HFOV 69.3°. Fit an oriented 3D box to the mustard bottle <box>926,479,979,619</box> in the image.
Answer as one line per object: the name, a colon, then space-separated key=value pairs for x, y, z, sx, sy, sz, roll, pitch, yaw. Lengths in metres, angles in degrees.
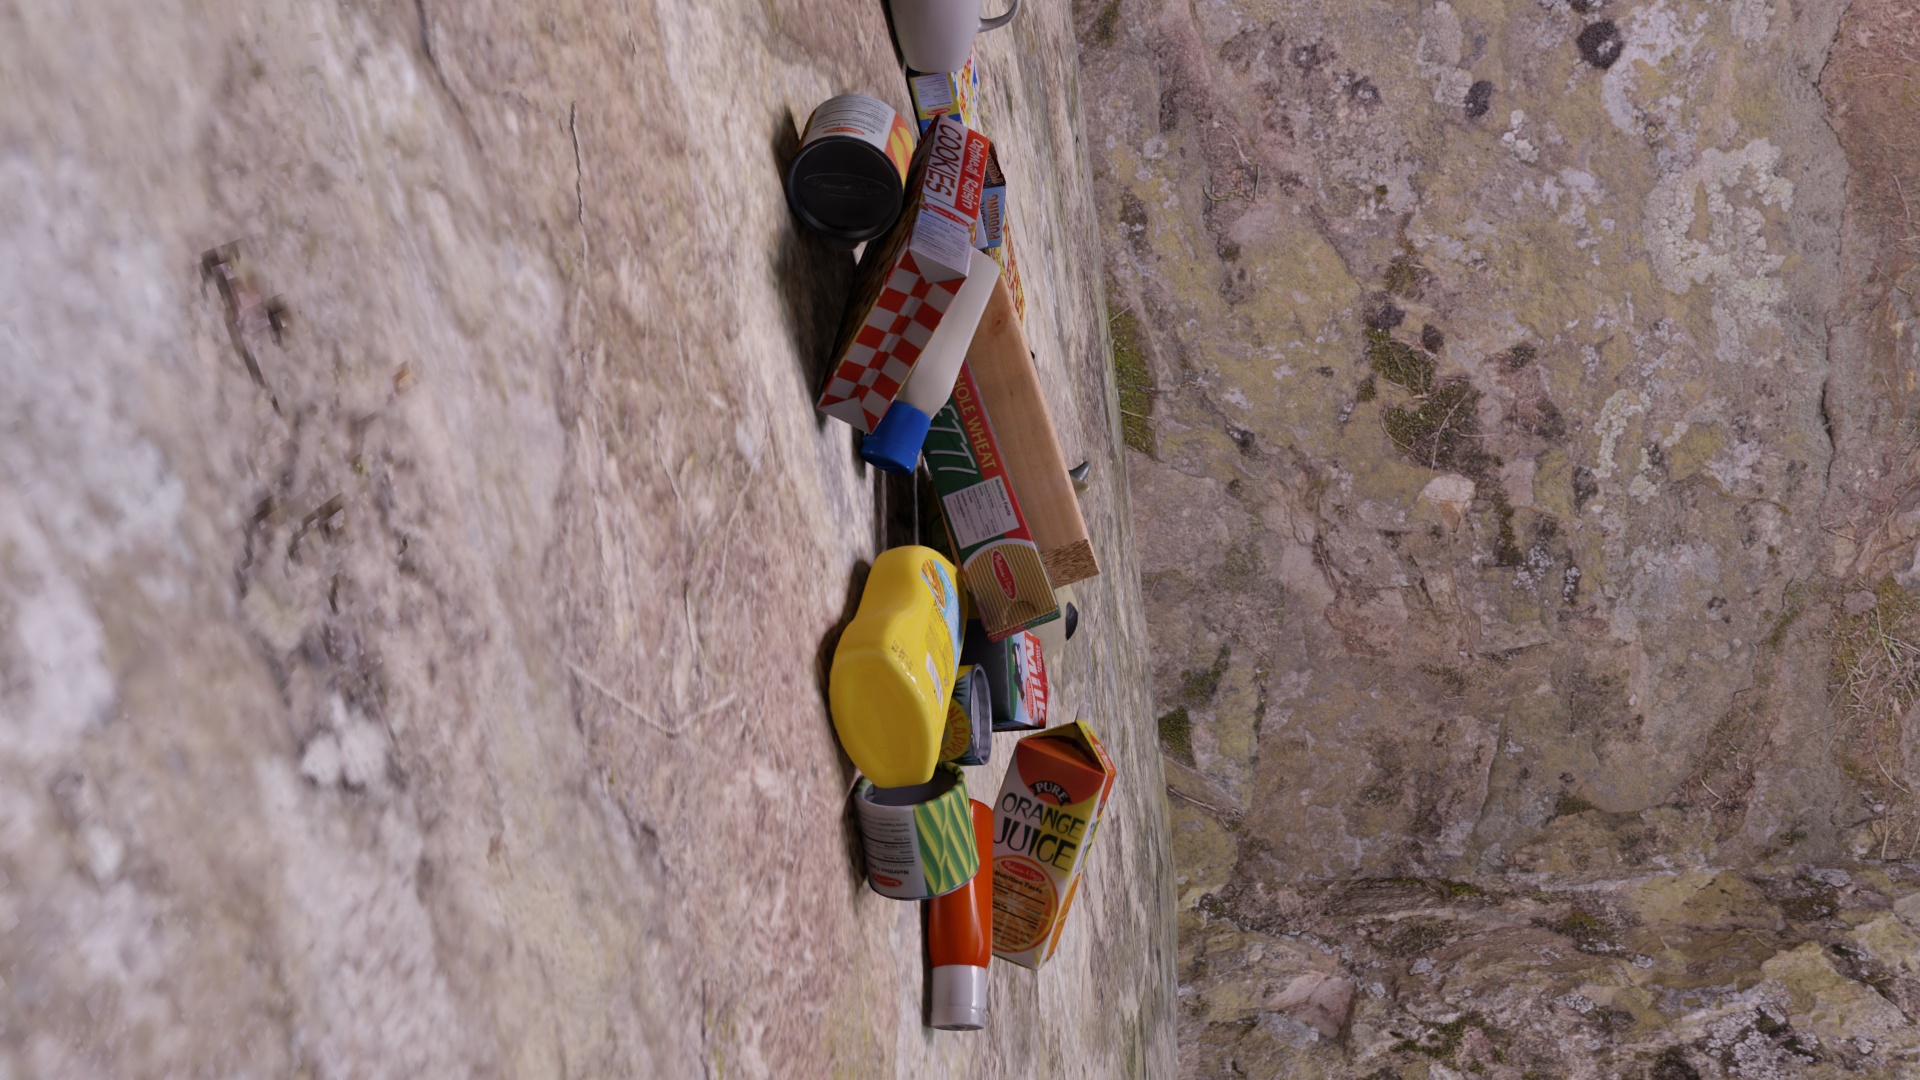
mustard bottle: x=0.004 y=-0.013 z=1.047 sx=0.049 sy=0.065 sz=0.160 roll=12 pitch=67 yaw=-60

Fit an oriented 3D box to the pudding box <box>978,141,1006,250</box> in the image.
pudding box: x=0.017 y=-0.293 z=1.185 sx=0.083 sy=0.030 sz=0.050 roll=95 pitch=-19 yaw=-63

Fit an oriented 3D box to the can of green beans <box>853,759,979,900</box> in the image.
can of green beans: x=-0.025 y=0.166 z=0.805 sx=0.071 sy=0.071 sz=0.057 roll=-60 pitch=143 yaw=-71

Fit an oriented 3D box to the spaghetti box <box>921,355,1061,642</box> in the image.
spaghetti box: x=0.002 y=-0.056 z=0.914 sx=0.028 sy=0.050 sz=0.251 roll=64 pitch=6 yaw=-69

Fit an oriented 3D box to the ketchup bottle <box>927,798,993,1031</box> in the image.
ketchup bottle: x=0.000 y=0.256 z=0.951 sx=0.064 sy=0.043 sz=0.149 roll=64 pitch=24 yaw=-60

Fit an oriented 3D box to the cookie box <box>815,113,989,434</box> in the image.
cookie box: x=-0.033 y=-0.161 z=0.822 sx=0.122 sy=0.040 sz=0.168 roll=-55 pitch=-162 yaw=38

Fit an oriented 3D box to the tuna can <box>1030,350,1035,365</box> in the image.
tuna can: x=0.035 y=-0.148 z=1.260 sx=0.071 sy=0.071 sz=0.032 roll=-75 pitch=158 yaw=-61

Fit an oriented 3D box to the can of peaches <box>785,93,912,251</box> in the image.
can of peaches: x=-0.063 y=-0.211 z=0.793 sx=0.058 sy=0.071 sz=0.071 roll=-83 pitch=164 yaw=-48

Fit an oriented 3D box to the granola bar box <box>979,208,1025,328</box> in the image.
granola bar box: x=0.026 y=-0.255 z=1.325 sx=0.125 sy=0.039 sz=0.164 roll=-83 pitch=163 yaw=-44

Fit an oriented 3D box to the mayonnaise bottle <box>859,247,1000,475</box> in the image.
mayonnaise bottle: x=-0.023 y=-0.116 z=0.892 sx=0.064 sy=0.041 sz=0.148 roll=-2 pitch=-115 yaw=60

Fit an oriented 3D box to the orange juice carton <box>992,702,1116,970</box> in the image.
orange juice carton: x=0.062 y=0.212 z=1.033 sx=0.071 sy=0.073 sz=0.193 roll=40 pitch=70 yaw=-75

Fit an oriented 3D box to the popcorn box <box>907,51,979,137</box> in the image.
popcorn box: x=-0.013 y=-0.396 z=1.193 sx=0.084 sy=0.038 sz=0.127 roll=74 pitch=16 yaw=-46

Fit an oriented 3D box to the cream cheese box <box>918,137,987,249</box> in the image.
cream cheese box: x=-0.006 y=-0.285 z=1.135 sx=0.053 sy=0.024 sz=0.104 roll=74 pitch=-3 yaw=-46

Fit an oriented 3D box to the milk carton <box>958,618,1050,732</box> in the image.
milk carton: x=0.019 y=0.106 z=1.040 sx=0.190 sy=0.072 sz=0.073 roll=42 pitch=44 yaw=-74

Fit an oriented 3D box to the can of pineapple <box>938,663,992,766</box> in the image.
can of pineapple: x=-0.014 y=0.116 z=0.907 sx=0.071 sy=0.058 sz=0.071 roll=-7 pitch=92 yaw=-79
